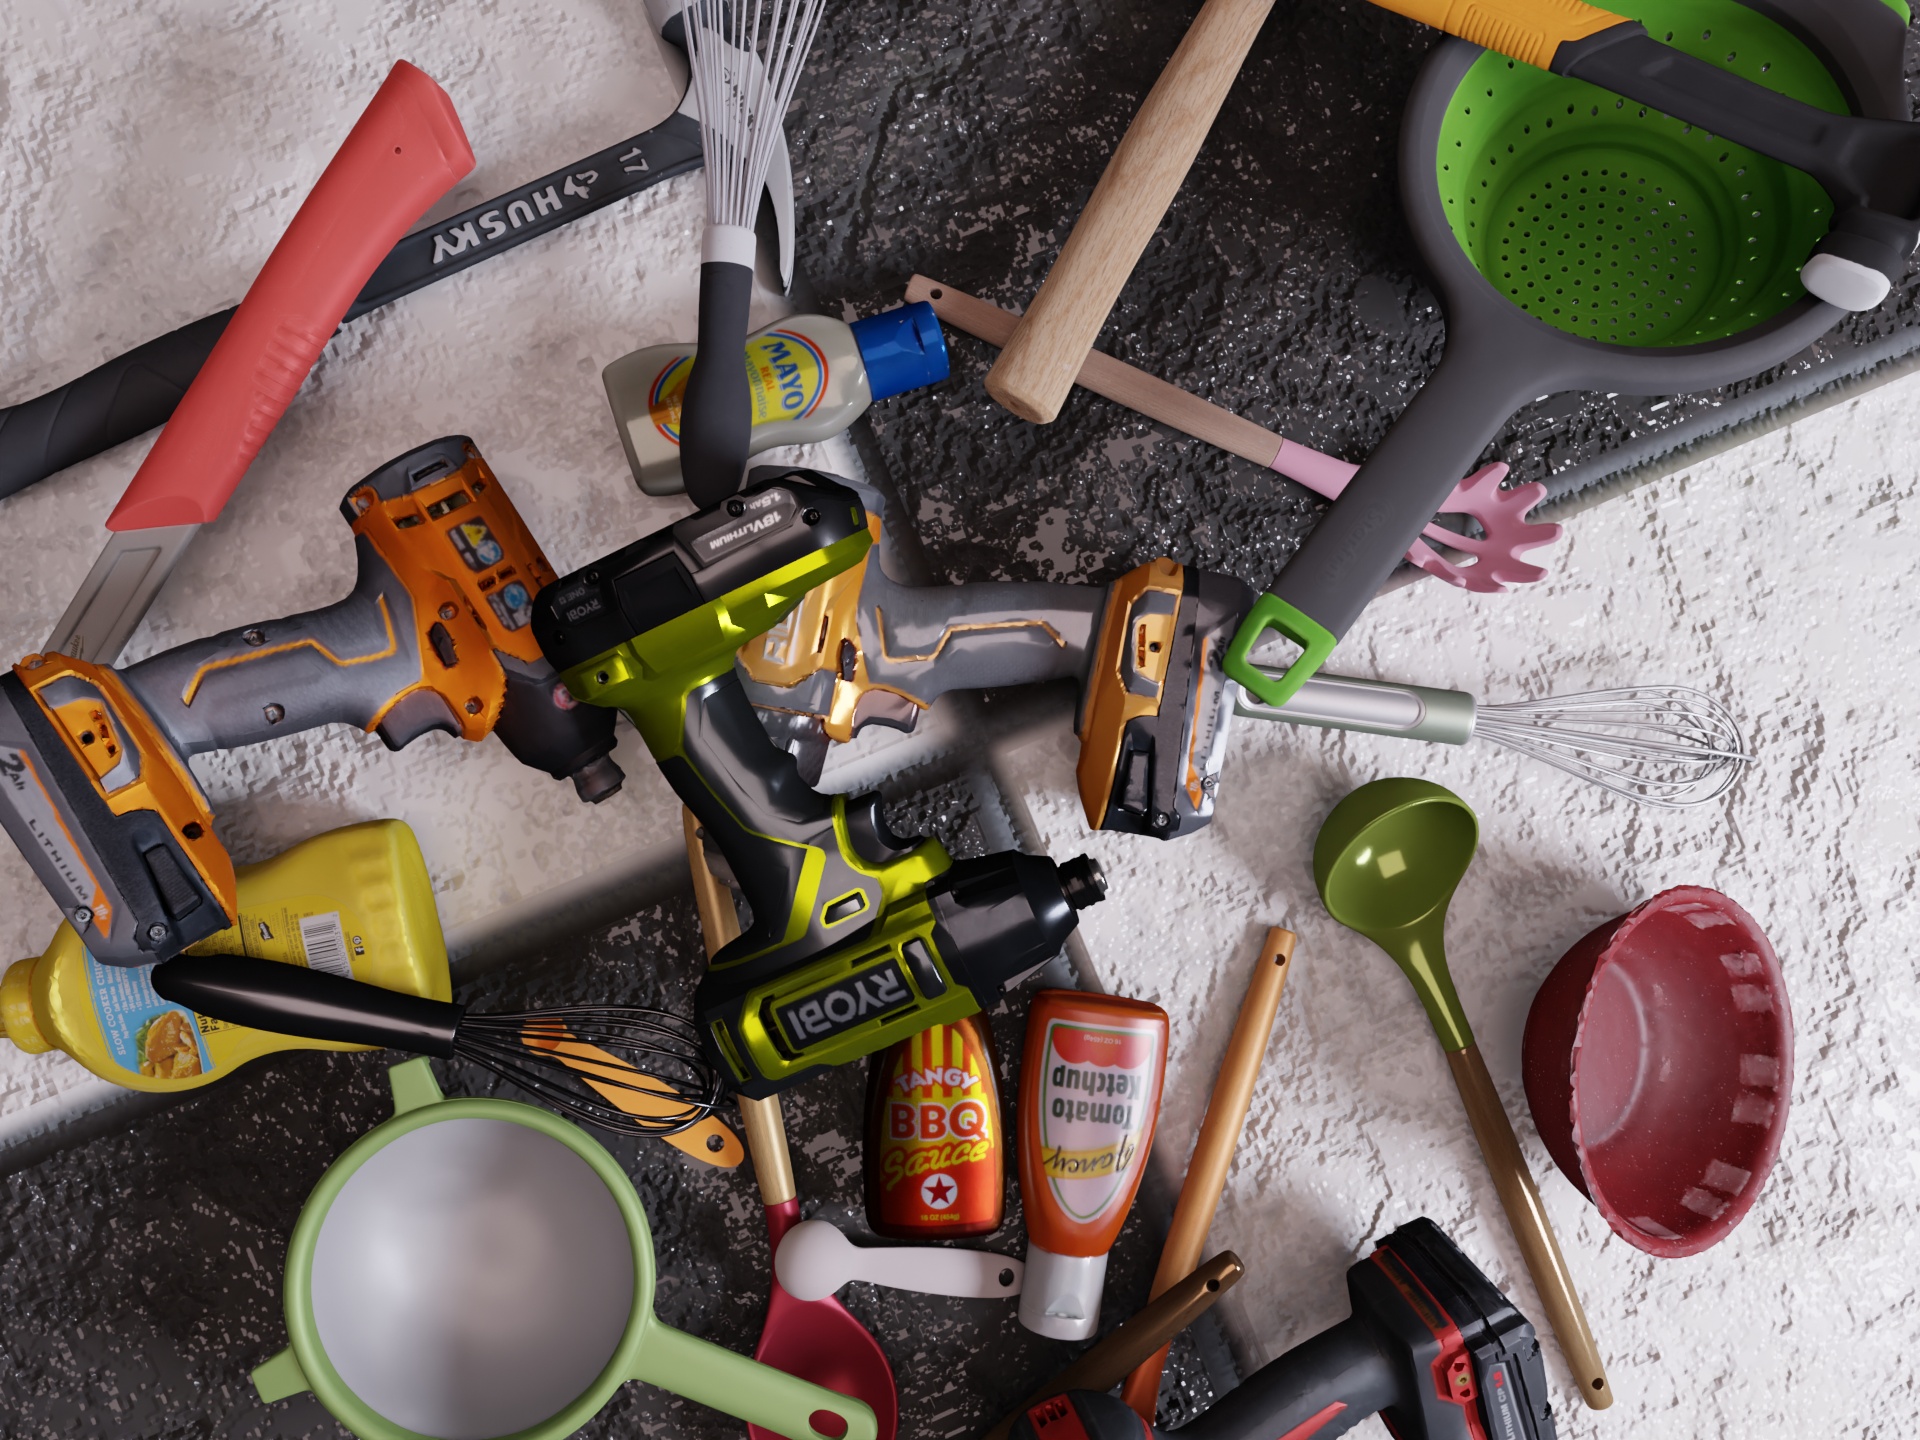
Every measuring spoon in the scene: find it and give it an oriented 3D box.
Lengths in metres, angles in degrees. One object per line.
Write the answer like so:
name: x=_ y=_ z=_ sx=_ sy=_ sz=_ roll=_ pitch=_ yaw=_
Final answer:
measuring spoon: x=-0.147 y=0.168 z=0.720 sx=0.117 sy=0.011 sz=0.021 roll=35 pitch=82 yaw=-7
measuring spoon: x=-0.021 y=0.245 z=0.710 sx=0.124 sy=0.018 sz=0.034 roll=11 pitch=78 yaw=-19

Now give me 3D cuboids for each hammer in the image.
hammer: x=0.101 y=-0.283 z=0.717 sx=0.130 sy=0.031 sz=0.331 roll=29 pitch=83 yaw=-2
hammer: x=-0.263 y=-0.185 z=0.700 sx=0.409 sy=0.036 sz=0.149 roll=-26 pitch=93 yaw=-3
hammer: x=-0.323 y=-0.119 z=0.664 sx=0.149 sy=0.037 sz=0.359 roll=33 pitch=95 yaw=-11
hammer: x=0.243 y=-0.293 z=0.655 sx=0.337 sy=0.034 sz=0.127 roll=29 pitch=84 yaw=13

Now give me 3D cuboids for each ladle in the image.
ladle: x=0.242 y=0.175 z=0.727 sx=0.078 sy=0.062 sz=0.320 roll=-23 pitch=94 yaw=-4
ladle: x=-0.088 y=0.190 z=0.715 sx=0.069 sy=0.031 sz=0.315 roll=-12 pitch=89 yaw=-22

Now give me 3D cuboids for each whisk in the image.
whisk: x=0.240 y=0.001 z=0.730 sx=0.246 sy=0.059 sz=0.058 roll=8 pitch=89 yaw=0
whisk: x=-0.096 y=-0.230 z=0.666 sx=0.070 sy=0.070 sz=0.284 roll=5 pitch=91 yaw=-4
whisk: x=-0.207 y=0.128 z=0.646 sx=0.239 sy=0.055 sz=0.055 roll=13 pitch=89 yaw=-7

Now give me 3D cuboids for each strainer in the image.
strainer: x=-0.156 y=0.254 z=0.688 sx=0.256 sy=0.069 sz=0.151 roll=23 pitch=85 yaw=-4

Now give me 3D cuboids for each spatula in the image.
spatula: x=0.097 y=0.249 z=0.732 sx=0.081 sy=0.041 sz=0.322 roll=20 pitch=84 yaw=-5
spatula: x=0.003 y=0.340 z=0.699 sx=0.317 sy=0.044 sz=0.082 roll=-42 pitch=89 yaw=7

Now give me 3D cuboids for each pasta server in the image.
pasta server: x=0.122 y=-0.136 z=0.727 sx=0.316 sy=0.040 sz=0.060 roll=24 pitch=82 yaw=-3

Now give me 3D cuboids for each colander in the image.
colander: x=0.242 y=-0.162 z=0.693 sx=0.204 sy=0.094 sz=0.397 roll=37 pitch=85 yaw=14

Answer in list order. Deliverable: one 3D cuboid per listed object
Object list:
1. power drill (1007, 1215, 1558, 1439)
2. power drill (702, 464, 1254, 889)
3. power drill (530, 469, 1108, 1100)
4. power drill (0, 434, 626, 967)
power drill: x=0.140 y=0.337 z=0.687 sx=0.226 sy=0.080 sz=0.187 roll=-22 pitch=114 yaw=-10
power drill: x=-0.001 y=-0.002 z=0.698 sx=0.226 sy=0.084 sz=0.185 roll=11 pitch=90 yaw=0
power drill: x=-0.056 y=0.021 z=0.633 sx=0.171 sy=0.080 sz=0.223 roll=-24 pitch=98 yaw=7
power drill: x=-0.251 y=0.004 z=0.634 sx=0.226 sy=0.084 sz=0.164 roll=-35 pitch=97 yaw=-26
